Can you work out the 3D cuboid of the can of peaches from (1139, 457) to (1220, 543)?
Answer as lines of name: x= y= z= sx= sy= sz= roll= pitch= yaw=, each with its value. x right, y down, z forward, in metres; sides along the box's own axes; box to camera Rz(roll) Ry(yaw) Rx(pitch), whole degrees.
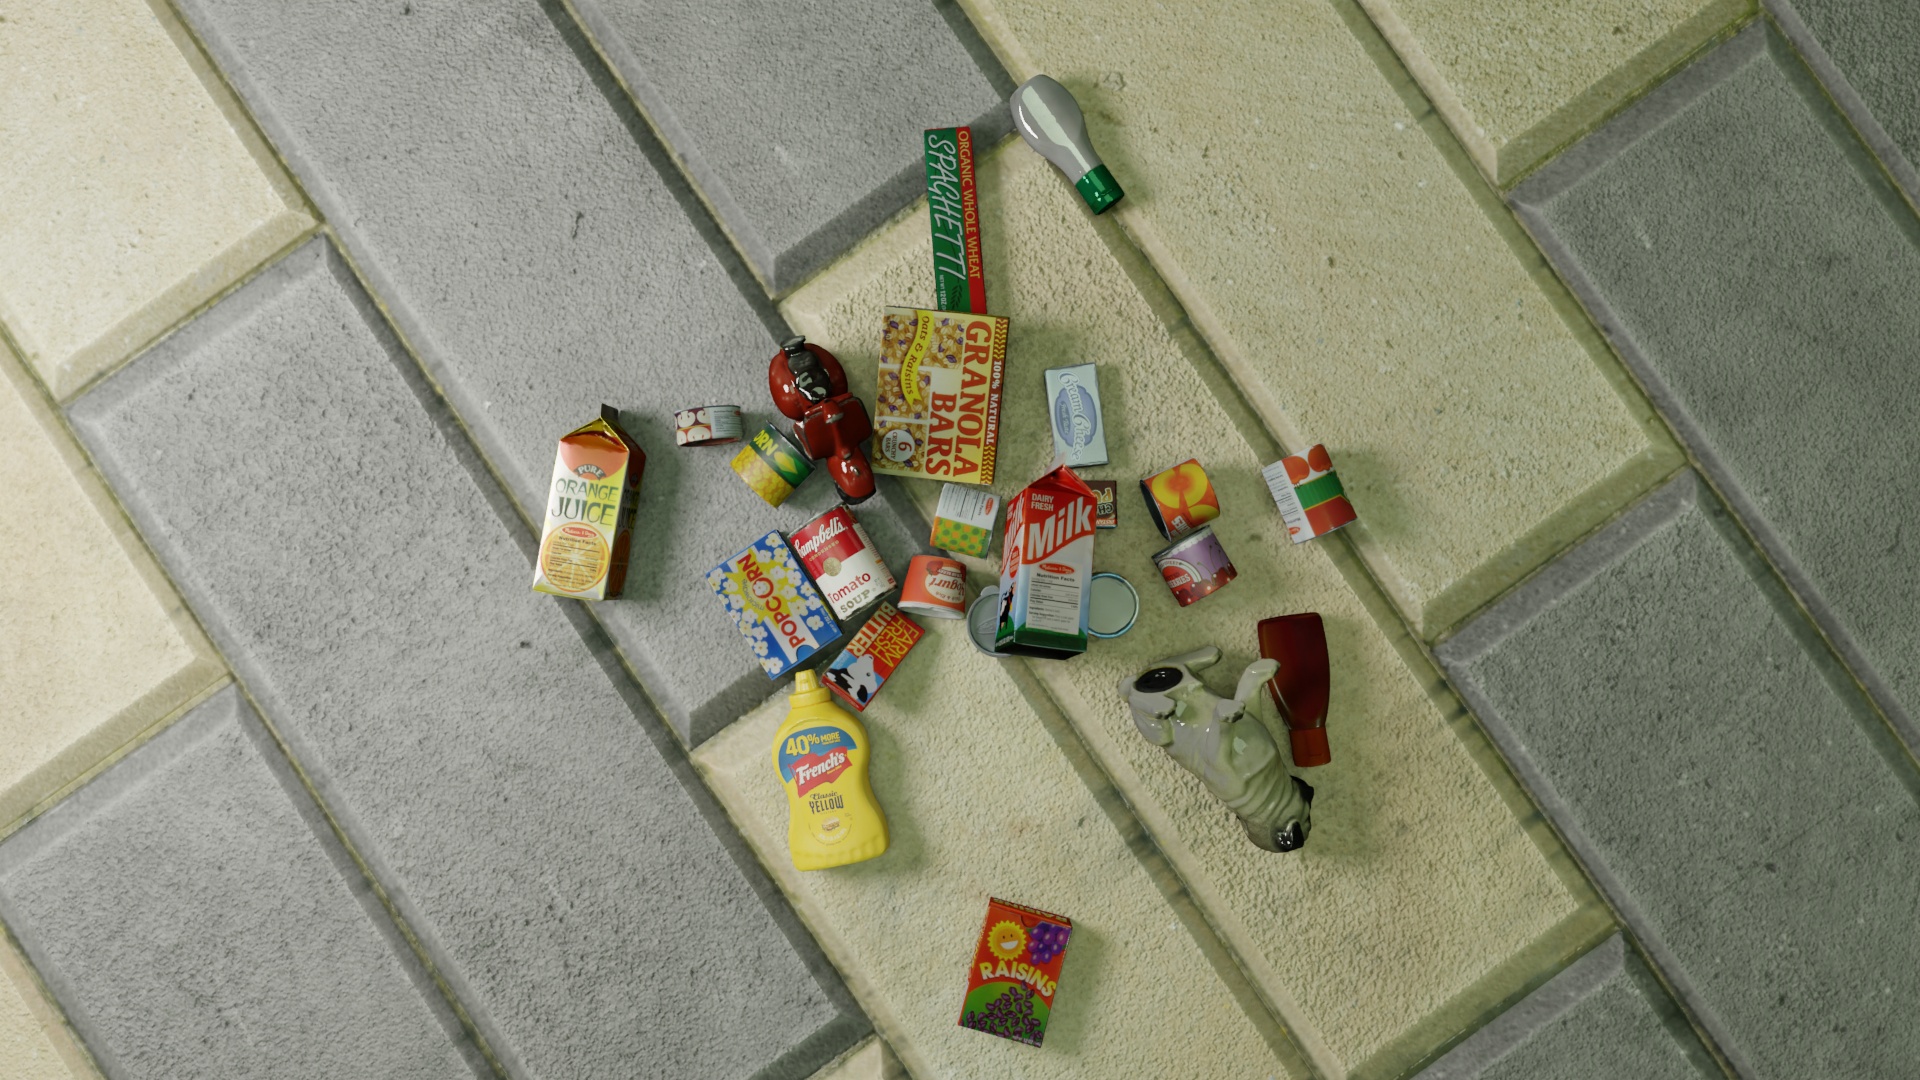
can of peaches: x=0.218 y=-0.040 z=1.372 sx=0.058 sy=0.071 sz=0.071 roll=-25 pitch=88 yaw=-1

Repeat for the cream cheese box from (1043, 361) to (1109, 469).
cream cheese box: x=0.116 y=-0.125 z=1.398 sx=0.053 sy=0.024 sz=0.104 roll=-7 pitch=87 yaw=0

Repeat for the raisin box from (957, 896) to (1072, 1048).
raisin box: x=0.053 y=0.424 z=1.367 sx=0.086 sy=0.040 sz=0.123 roll=15 pitch=87 yaw=2

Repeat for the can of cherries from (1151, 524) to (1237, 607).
can of cherries: x=0.229 y=0.026 z=1.368 sx=0.071 sy=0.071 sz=0.058 roll=-30 pitch=89 yaw=0

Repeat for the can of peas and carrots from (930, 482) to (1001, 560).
can of peas and carrots: x=0.005 y=-0.017 z=1.376 sx=0.059 sy=0.071 sz=0.071 roll=14 pitch=88 yaw=2

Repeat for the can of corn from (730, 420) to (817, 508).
can of corn: x=-0.187 y=-0.076 z=1.378 sx=0.071 sy=0.071 sz=0.058 roll=45 pitch=90 yaw=2

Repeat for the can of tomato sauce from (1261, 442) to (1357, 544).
can of tomato sauce: x=0.346 y=-0.047 z=1.372 sx=0.071 sy=0.071 sz=0.083 roll=-24 pitch=87 yaw=0

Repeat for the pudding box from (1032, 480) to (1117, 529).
pudding box: x=0.114 y=-0.036 z=1.392 sx=0.084 sy=0.030 sz=0.049 roll=0 pitch=89 yaw=1

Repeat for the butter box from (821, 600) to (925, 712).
butter box: x=-0.086 y=0.113 z=1.373 sx=0.053 sy=0.024 sz=0.104 roll=38 pitch=66 yaw=3

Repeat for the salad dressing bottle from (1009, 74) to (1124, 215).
salad dressing bottle: x=0.109 y=-0.398 z=1.402 sx=0.064 sy=0.044 sz=0.147 roll=-35 pitch=89 yaw=-3

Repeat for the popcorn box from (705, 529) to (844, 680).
popcorn box: x=-0.185 y=0.063 z=1.387 sx=0.085 sy=0.038 sz=0.126 roll=-33 pitch=87 yaw=-2

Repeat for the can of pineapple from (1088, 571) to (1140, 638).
can of pineapple: x=0.140 y=0.064 z=1.373 sx=0.071 sy=0.058 sz=0.071 roll=0 pitch=88 yaw=1

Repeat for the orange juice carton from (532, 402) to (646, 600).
orange juice carton: x=-0.363 y=-0.039 z=1.377 sx=0.073 sy=0.072 sz=0.192 roll=9 pitch=88 yaw=1

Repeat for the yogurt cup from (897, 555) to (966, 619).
yogurt cup: x=-0.025 y=0.046 z=1.374 sx=0.072 sy=0.072 sz=0.054 roll=9 pitch=80 yaw=1

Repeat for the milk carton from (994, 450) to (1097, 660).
milk carton: x=0.083 y=0.013 z=1.322 sx=0.073 sy=0.072 sz=0.191 roll=8 pitch=76 yaw=-12

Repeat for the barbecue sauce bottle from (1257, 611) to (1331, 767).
barbecue sauce bottle: x=0.337 y=0.148 z=1.374 sx=0.065 sy=0.043 sz=0.148 roll=-9 pitch=88 yaw=1

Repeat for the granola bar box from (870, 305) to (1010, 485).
granola bar box: x=-0.020 y=-0.144 z=1.373 sx=0.124 sy=0.039 sz=0.165 roll=6 pitch=104 yaw=2

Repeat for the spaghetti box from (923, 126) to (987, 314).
spaghetti box: x=-0.003 y=-0.295 z=1.406 sx=0.050 sy=0.028 sz=0.250 roll=-5 pitch=87 yaw=1

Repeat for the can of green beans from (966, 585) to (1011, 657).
can of green beans: x=0.039 y=0.082 z=1.373 sx=0.071 sy=0.058 sz=0.071 roll=0 pitch=88 yaw=1

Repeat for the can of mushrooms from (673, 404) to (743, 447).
can of mushrooms: x=-0.252 y=-0.113 z=1.383 sx=0.071 sy=0.071 sz=0.033 roll=-8 pitch=89 yaw=0
